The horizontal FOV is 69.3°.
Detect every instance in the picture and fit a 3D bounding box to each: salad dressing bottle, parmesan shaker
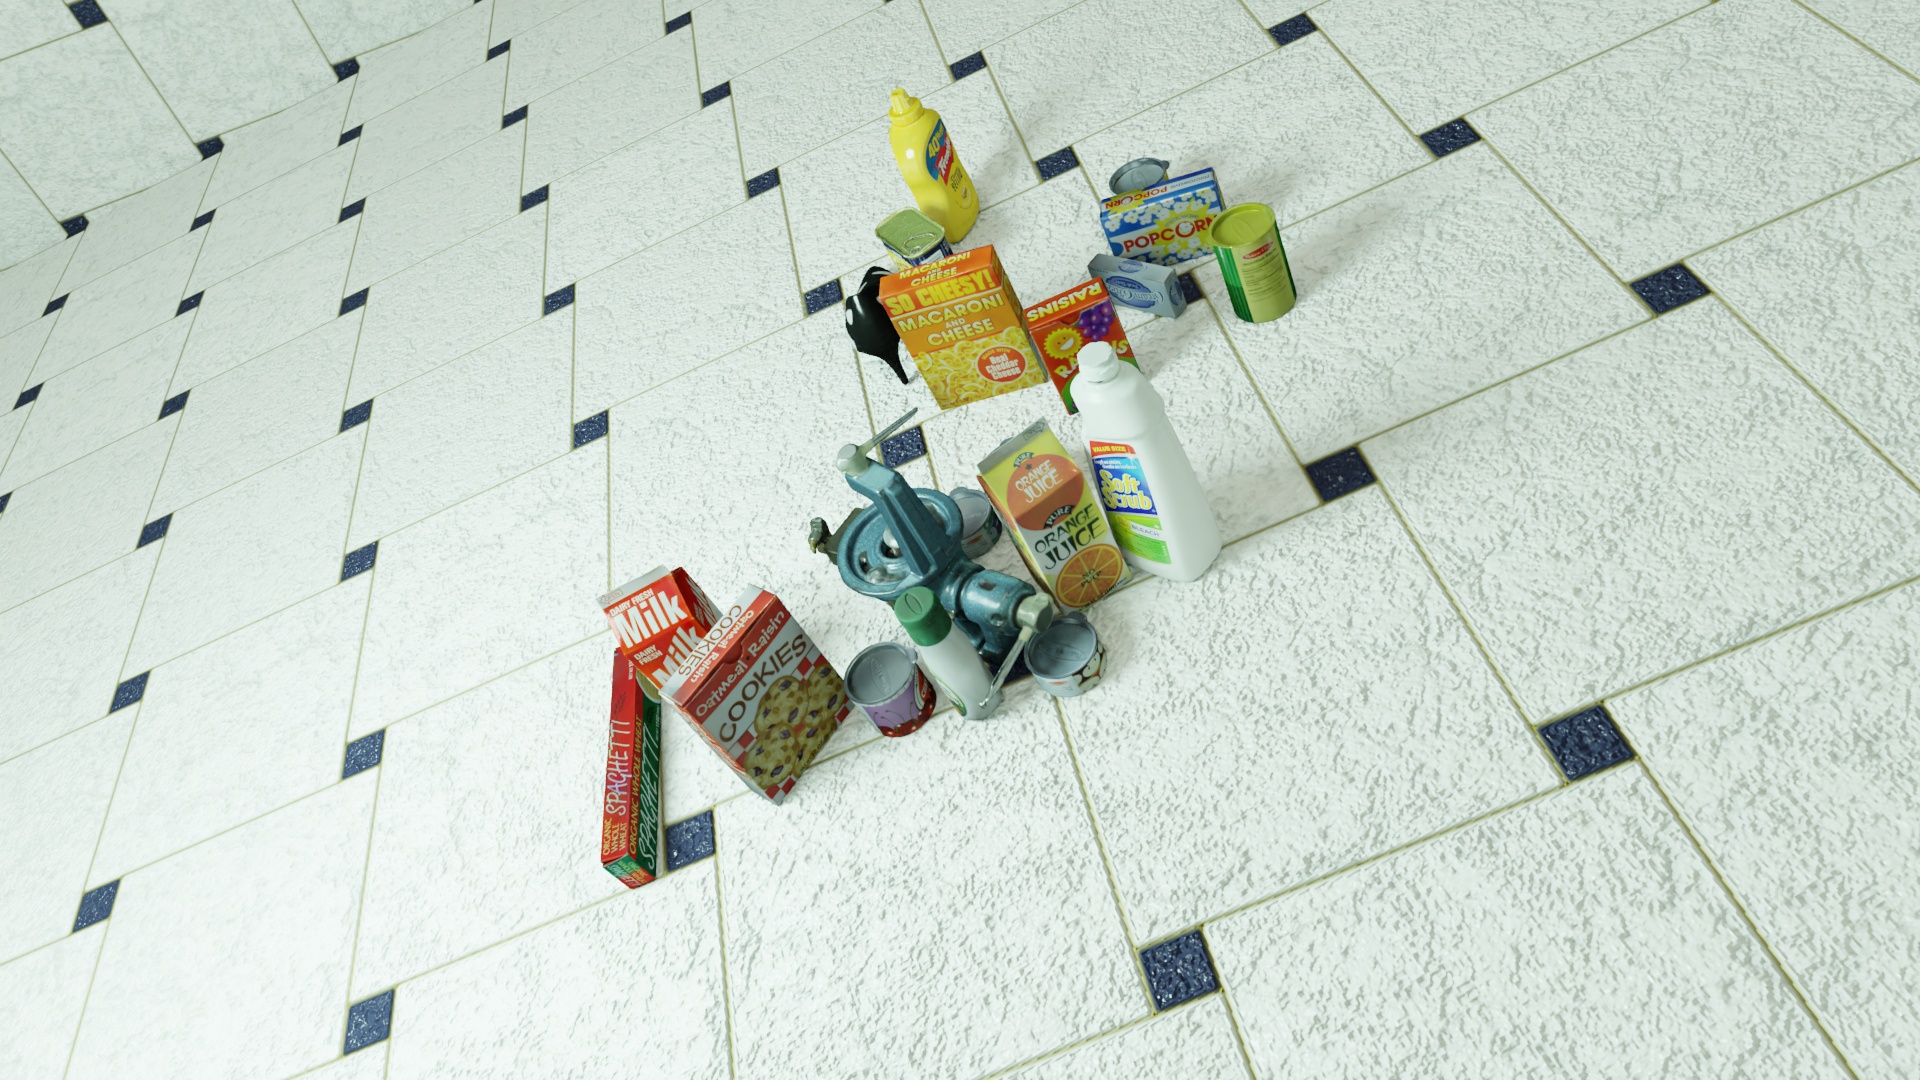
[{"bbox_3d":[-0.011,0.095,1.174,0.044,0.147,0.064,-35,44,-4],"label":"salad dressing bottle"},{"bbox_3d":[0.289,-0.274,1.382,0.071,0.102,0.072,-15,46,16],"label":"parmesan shaker"}]

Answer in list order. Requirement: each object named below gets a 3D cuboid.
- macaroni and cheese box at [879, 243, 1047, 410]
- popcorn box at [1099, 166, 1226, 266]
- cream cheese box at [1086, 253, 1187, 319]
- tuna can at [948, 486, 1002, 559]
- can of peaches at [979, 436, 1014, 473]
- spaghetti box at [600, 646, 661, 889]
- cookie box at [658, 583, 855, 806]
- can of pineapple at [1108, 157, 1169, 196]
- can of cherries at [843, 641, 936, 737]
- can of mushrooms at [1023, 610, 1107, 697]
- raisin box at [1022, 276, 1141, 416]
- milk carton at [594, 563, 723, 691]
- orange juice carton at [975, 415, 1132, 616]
[{"bbox_3d":[0.005,-0.218,1.436,0.123,0.165,0.040,-14,46,17],"label":"macaroni and cheese box"},{"bbox_3d":[0.222,-0.340,1.490,0.126,0.085,0.038,-13,46,18],"label":"popcorn box"},{"bbox_3d":[0.187,-0.269,1.468,0.104,0.053,0.024,22,64,40],"label":"cream cheese box"},{"bbox_3d":[0.005,-0.017,1.351,0.071,0.032,0.071,-15,46,16],"label":"tuna can"},{"bbox_3d":[0.059,-0.056,1.339,0.071,0.058,0.071,-15,46,16],"label":"can of peaches"},{"bbox_3d":[-0.307,0.205,1.302,0.028,0.050,0.251,-21,44,10],"label":"spaghetti box"},{"bbox_3d":[-0.170,0.136,1.208,0.040,0.166,0.123,19,62,39],"label":"cookie box"},{"bbox_3d":[0.208,-0.387,1.560,0.071,0.057,0.071,-15,46,16],"label":"can of pineapple"},{"bbox_3d":[-0.059,0.132,1.231,0.071,0.058,0.072,-15,46,16],"label":"can of cherries"},{"bbox_3d":[0.092,0.098,1.199,0.071,0.033,0.071,-15,46,16],"label":"can of mushrooms"},{"bbox_3d":[0.123,-0.191,1.381,0.086,0.123,0.040,-22,44,9],"label":"raisin box"},{"bbox_3d":[-0.253,0.094,1.273,0.072,0.189,0.074,-28,44,3],"label":"milk carton"},{"bbox_3d":[0.076,-0.023,1.203,0.072,0.192,0.073,-35,44,-4],"label":"orange juice carton"}]
